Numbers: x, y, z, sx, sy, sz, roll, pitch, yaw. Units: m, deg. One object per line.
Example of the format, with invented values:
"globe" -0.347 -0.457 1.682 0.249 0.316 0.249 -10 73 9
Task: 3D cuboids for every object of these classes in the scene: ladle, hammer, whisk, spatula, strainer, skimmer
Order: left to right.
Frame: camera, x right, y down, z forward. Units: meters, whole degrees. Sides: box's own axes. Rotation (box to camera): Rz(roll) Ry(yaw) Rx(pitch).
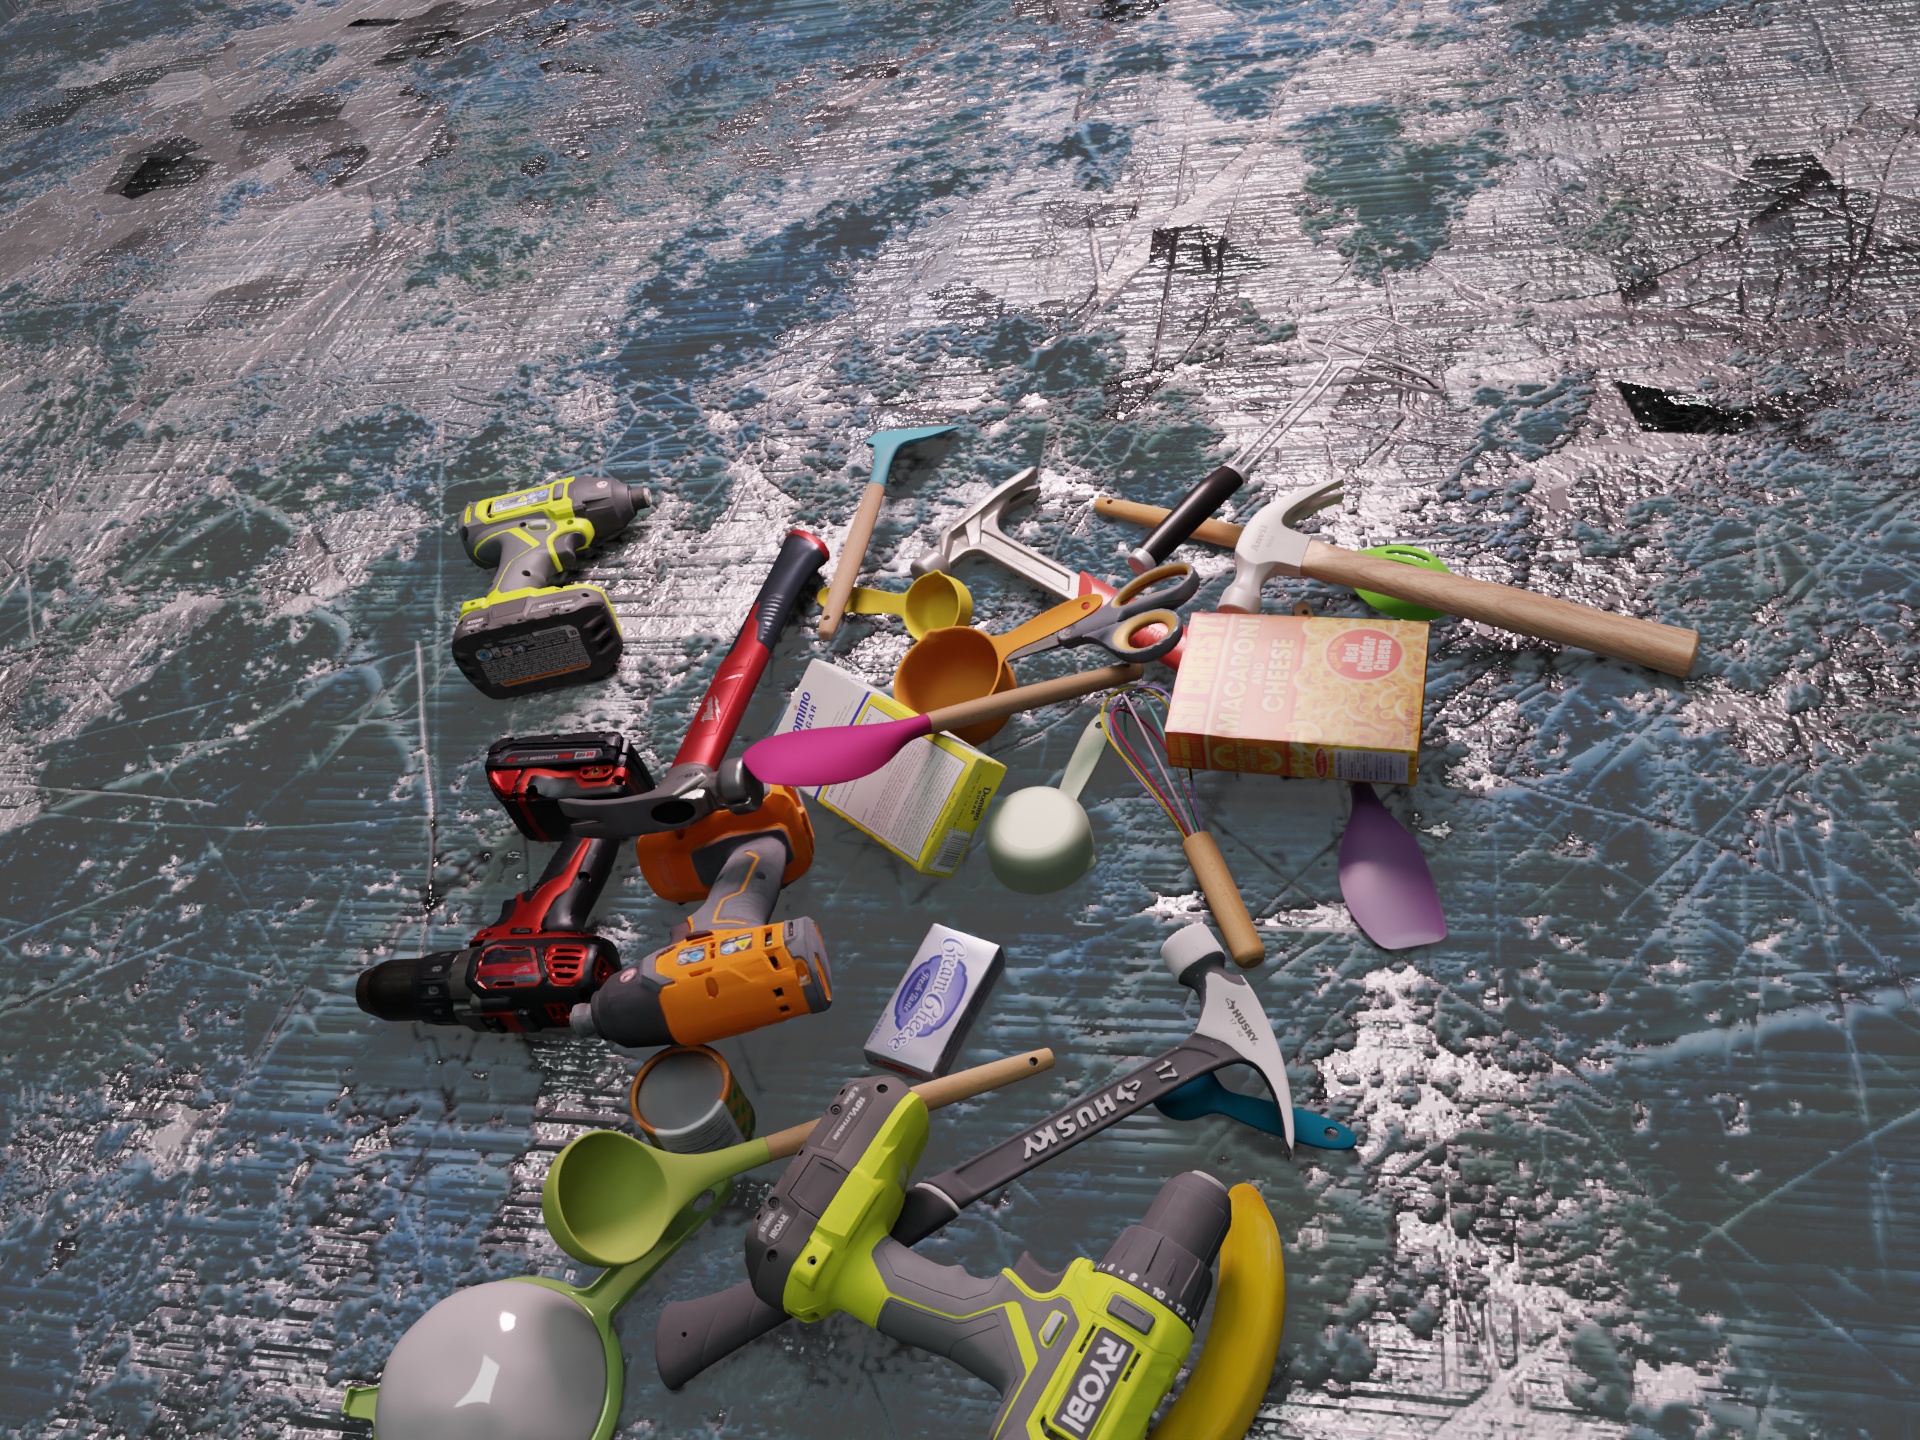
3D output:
"strainer" -0.237 0.346 0.923 0.152 0.069 0.256 32 64 35
"hammer" -0.180 -0.042 1.224 0.143 0.038 0.387 -10 31 16
"ladle" -0.089 0.248 0.954 0.320 0.062 0.078 -14 72 -15
"spatula" -0.074 -0.174 1.366 0.082 0.044 0.318 -1 46 17
"hammer" 0.007 0.276 0.934 0.409 0.036 0.149 -28 58 -6
"hammer" 0.128 -0.091 1.254 0.149 0.036 0.359 -40 51 -22
"whisk" 0.152 0.068 1.100 0.047 0.051 0.245 6 45 -28
"skimmer" 0.266 -0.221 1.318 0.127 0.090 0.363 33 67 31
"spatula" 0.273 0.028 1.120 0.060 0.018 0.316 -10 48 5
"hammer" 0.367 -0.094 1.170 0.331 0.031 0.130 17 70 18

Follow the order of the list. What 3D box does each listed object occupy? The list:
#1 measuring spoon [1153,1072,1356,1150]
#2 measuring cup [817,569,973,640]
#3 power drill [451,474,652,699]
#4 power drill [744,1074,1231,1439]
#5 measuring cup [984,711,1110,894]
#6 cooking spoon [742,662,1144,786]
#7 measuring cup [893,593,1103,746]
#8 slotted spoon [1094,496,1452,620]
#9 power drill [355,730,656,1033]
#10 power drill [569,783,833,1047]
"measuring spoon" 0.174 0.230 0.956 0.129 0.021 0.042 12 52 26
"measuring cup" -0.054 -0.095 1.310 0.157 0.029 0.062 9 91 38
"power drill" -0.356 -0.130 1.388 0.171 0.080 0.223 -13 43 3
"power drill" 0.018 0.291 0.860 0.229 0.080 0.191 25 63 21
"measuring cup" 0.073 0.047 1.138 0.083 0.038 0.168 13 55 24
"cooking spoon" -0.002 -0.004 1.113 0.319 0.017 0.069 -14 37 -29
"measuring cup" 0.036 -0.041 1.198 0.173 0.052 0.095 -27 53 6
"slotted spoon" 0.245 -0.141 1.278 0.314 0.031 0.070 19 59 30
"power drill" -0.323 0.122 1.150 0.188 0.080 0.227 -4 50 11
"power drill" -0.173 0.129 1.062 0.164 0.084 0.227 -14 30 1
